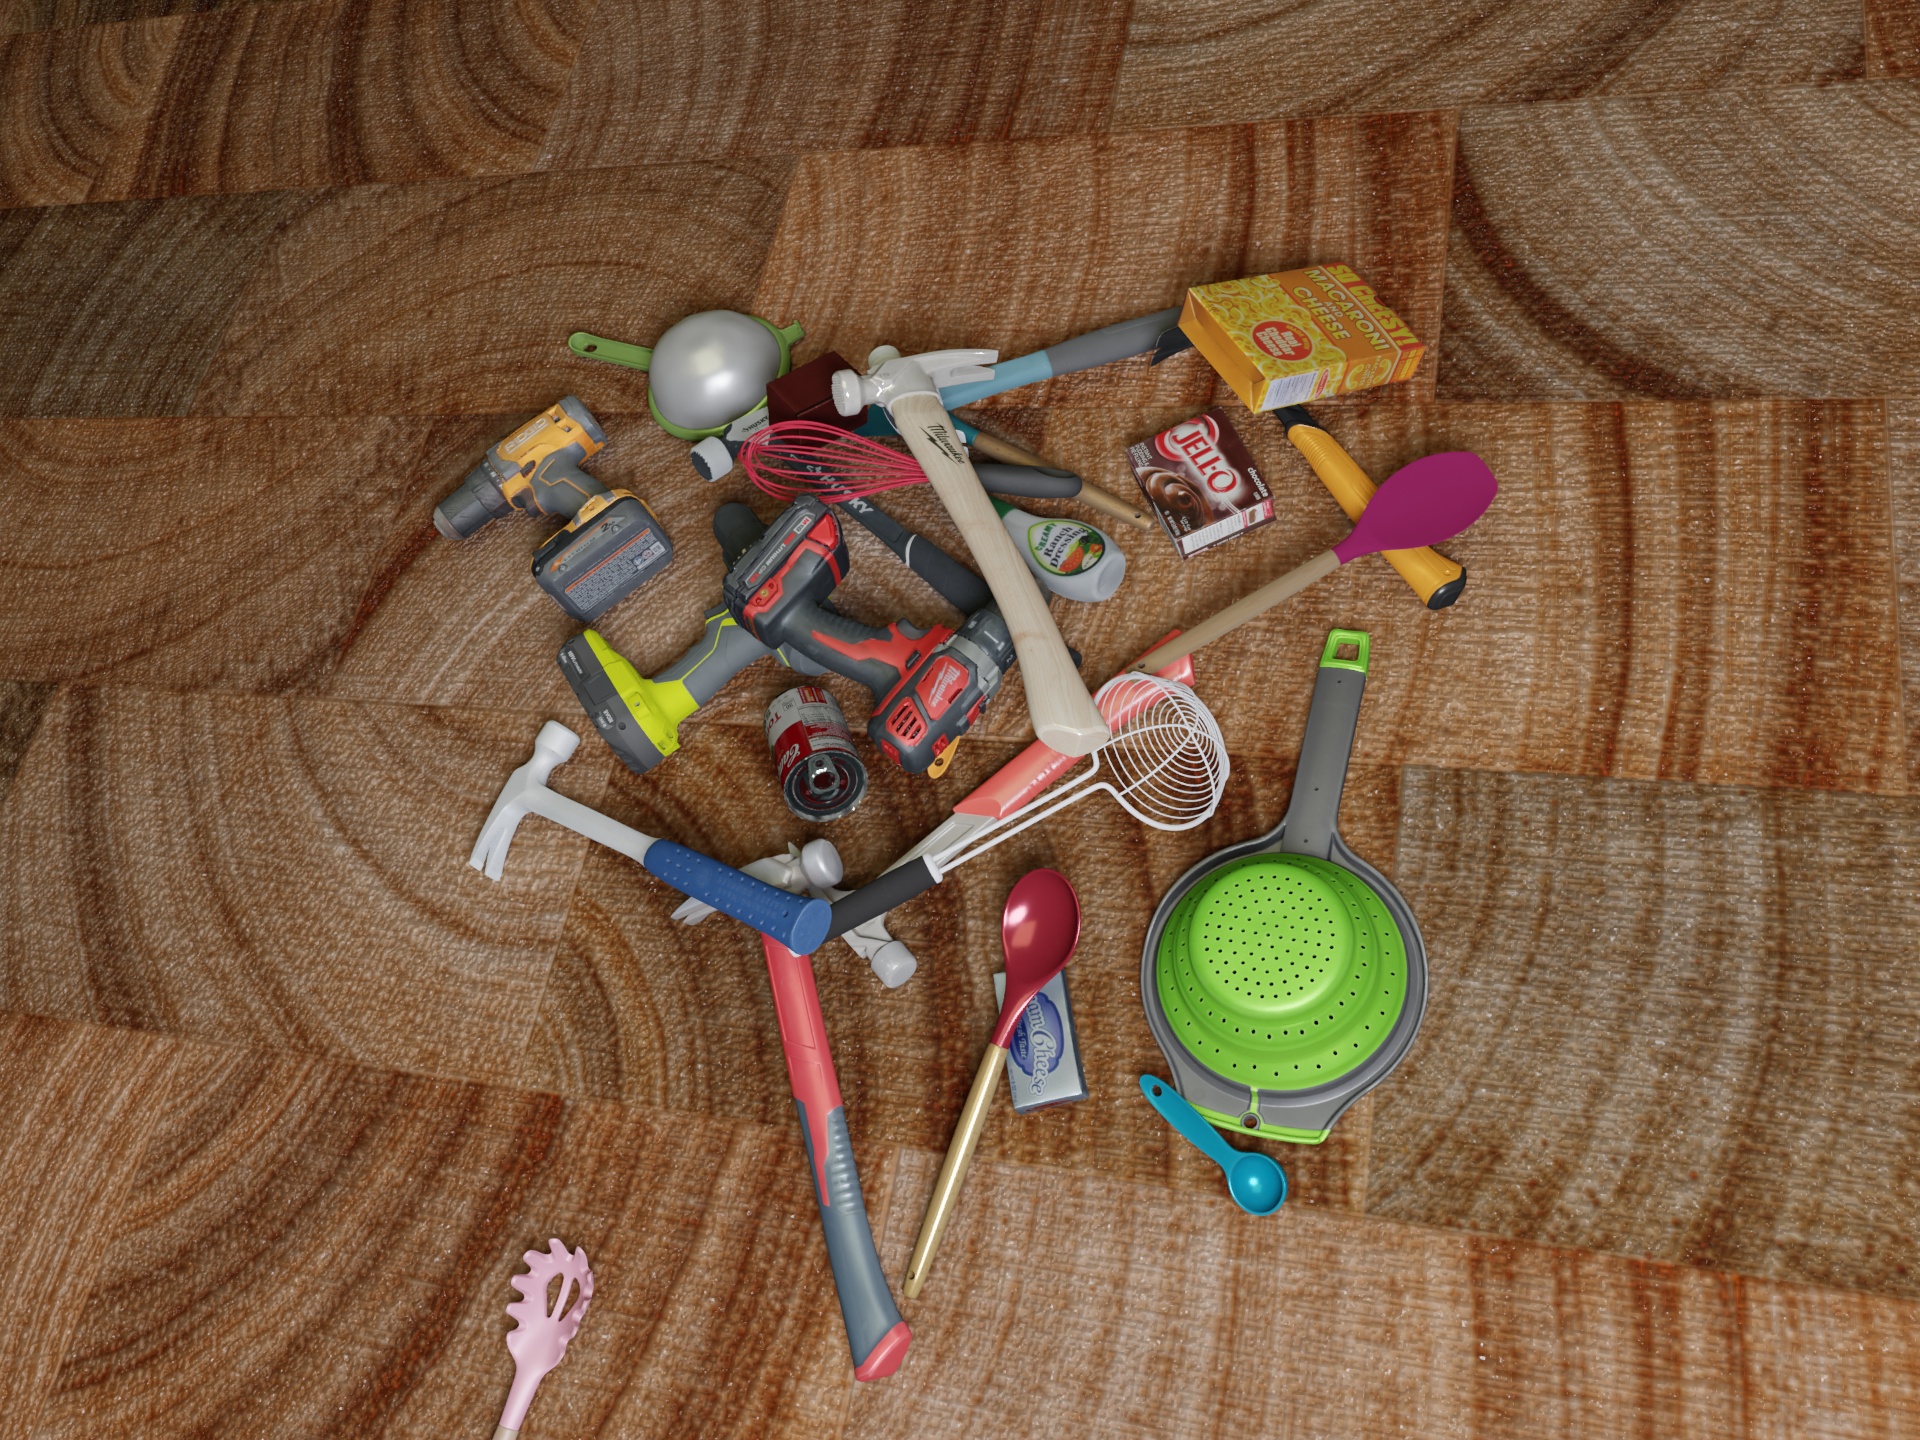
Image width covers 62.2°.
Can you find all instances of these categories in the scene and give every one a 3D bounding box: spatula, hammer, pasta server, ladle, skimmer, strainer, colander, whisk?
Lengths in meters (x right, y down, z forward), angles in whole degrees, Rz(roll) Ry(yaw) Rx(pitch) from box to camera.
[{"bbox_3d":[0.040,-0.235,1.417,0.318,0.044,0.082,31,78,23],"label":"spatula"},{"bbox_3d":[0.090,-0.322,1.412,0.331,0.033,0.128,-17,60,-1],"label":"hammer"},{"bbox_3d":[0.037,0.046,1.263,0.359,0.036,0.149,-39,59,-4],"label":"hammer"},{"bbox_3d":[-0.252,0.108,1.263,0.406,0.035,0.144,17,71,42],"label":"hammer"},{"bbox_3d":[-0.335,0.531,1.130,0.060,0.040,0.316,15,70,12],"label":"pasta server"},{"bbox_3d":[0.019,0.258,1.139,0.069,0.031,0.315,13,78,39],"label":"ladle"},{"bbox_3d":[0.035,0.084,1.202,0.363,0.090,0.127,-28,83,0],"label":"skimmer"},{"bbox_3d":[0.030,-0.145,1.256,0.146,0.038,0.411,-14,57,-17],"label":"hammer"},{"bbox_3d":[-0.118,0.286,1.172,0.143,0.038,0.387,-24,63,17],"label":"hammer"},{"bbox_3d":[-0.291,-0.364,1.560,0.256,0.069,0.151,17,70,23],"label":"strainer"},{"bbox_3d":[0.242,0.092,1.139,0.204,0.094,0.397,8,67,21],"label":"colander"},{"bbox_3d":[-0.052,-0.161,1.382,0.149,0.036,0.409,-38,62,-25],"label":"hammer"},{"bbox_3d":[0.292,-0.217,1.301,0.127,0.034,0.337,-19,59,-24],"label":"hammer"},{"bbox_3d":[-0.044,-0.212,1.357,0.296,0.073,0.073,5,64,1],"label":"whisk"}]

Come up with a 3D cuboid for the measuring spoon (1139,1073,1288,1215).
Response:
[{"bbox_3d":[0.175,0.288,1.098,0.129,0.021,0.042,40,112,29],"label":"measuring spoon"}]

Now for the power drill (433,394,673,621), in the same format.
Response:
[{"bbox_3d":[-0.390,-0.191,1.498,0.185,0.084,0.226,-37,55,-3],"label":"power drill"}]

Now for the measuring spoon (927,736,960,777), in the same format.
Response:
[{"bbox_3d":[-0.002,-0.004,1.318,0.021,0.011,0.117,14,72,22],"label":"measuring spoon"}]

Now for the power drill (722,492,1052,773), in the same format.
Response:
[{"bbox_3d":[-0.057,-0.088,1.283,0.227,0.080,0.188,37,77,16],"label":"power drill"}]

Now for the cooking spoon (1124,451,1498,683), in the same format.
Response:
[{"bbox_3d":[0.268,-0.114,1.232,0.319,0.017,0.069,-30,70,3],"label":"cooking spoon"}]

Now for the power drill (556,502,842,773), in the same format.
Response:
[{"bbox_3d":[-0.229,-0.078,1.389,0.228,0.080,0.191,-34,60,-5],"label":"power drill"}]
